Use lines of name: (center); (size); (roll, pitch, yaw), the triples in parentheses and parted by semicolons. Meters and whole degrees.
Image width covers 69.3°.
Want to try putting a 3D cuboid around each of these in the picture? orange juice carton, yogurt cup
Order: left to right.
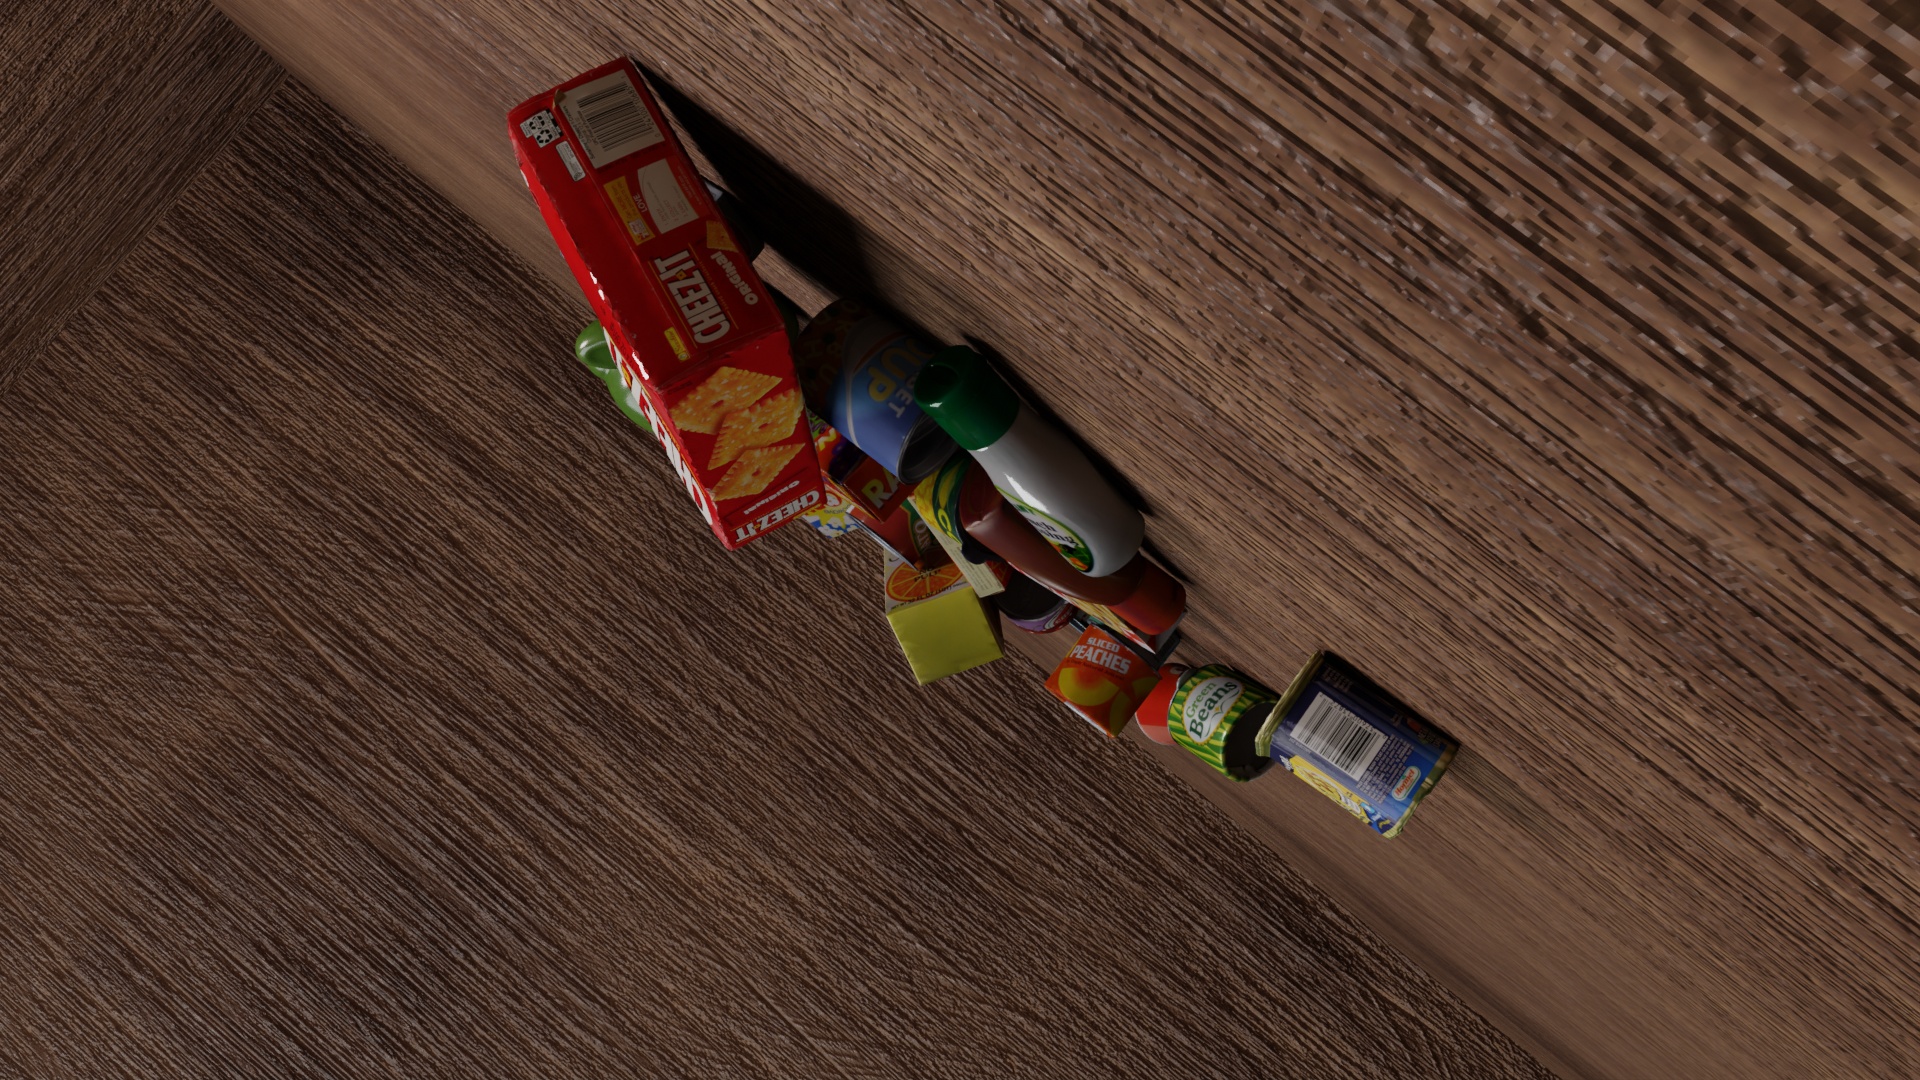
orange juice carton: (-0.016, 0.025, 1.120); (0.193, 0.072, 0.072); (-97, -15, -60)
yogurt cup: (0.181, 0.134, 1.121); (0.072, 0.072, 0.054); (40, 167, -14)

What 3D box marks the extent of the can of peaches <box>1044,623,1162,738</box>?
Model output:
can of peaches: (0.103, 0.102, 1.013); (0.071, 0.058, 0.071); (38, 175, 4)

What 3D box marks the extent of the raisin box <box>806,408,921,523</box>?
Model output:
raisin box: (-0.053, -0.066, 0.834); (0.040, 0.086, 0.123); (47, 172, -29)

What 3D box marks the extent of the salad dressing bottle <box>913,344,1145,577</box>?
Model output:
salad dressing bottle: (0.035, -0.038, 0.686); (0.147, 0.044, 0.064); (42, 175, -36)

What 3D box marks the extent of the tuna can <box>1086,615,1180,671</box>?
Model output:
tuna can: (0.130, 0.068, 1.049); (0.071, 0.033, 0.071); (38, 175, 4)

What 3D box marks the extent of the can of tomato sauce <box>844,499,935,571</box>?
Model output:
can of tomato sauce: (-0.035, -0.031, 1.052); (0.071, 0.083, 0.071); (38, 175, 4)

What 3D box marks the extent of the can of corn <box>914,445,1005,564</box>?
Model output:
can of corn: (0.012, -0.025, 0.822); (0.071, 0.071, 0.058); (42, 175, -32)

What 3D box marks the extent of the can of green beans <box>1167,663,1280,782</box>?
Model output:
can of green beans: (0.188, 0.127, 0.970); (0.071, 0.071, 0.058); (42, 173, -37)

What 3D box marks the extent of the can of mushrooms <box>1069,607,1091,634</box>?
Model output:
can of mushrooms: (0.106, 0.058, 1.141); (0.071, 0.033, 0.071); (39, 175, 5)

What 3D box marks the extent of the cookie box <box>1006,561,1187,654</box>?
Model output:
cookie box: (0.056, -0.001, 0.917); (0.122, 0.040, 0.168); (42, 174, -39)

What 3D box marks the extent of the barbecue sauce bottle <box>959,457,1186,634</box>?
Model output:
barbecue sauce bottle: (0.066, 0.004, 0.785); (0.148, 0.065, 0.043); (35, 133, -29)

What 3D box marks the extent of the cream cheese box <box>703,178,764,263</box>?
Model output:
cream cheese box: (-0.162, -0.197, 0.794); (0.104, 0.024, 0.053); (36, 173, 27)

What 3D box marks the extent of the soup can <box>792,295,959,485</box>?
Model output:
soup can: (-0.040, -0.082, 0.728); (0.084, 0.071, 0.071); (38, 175, 18)

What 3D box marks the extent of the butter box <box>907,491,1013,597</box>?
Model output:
butter box: (0.004, -0.013, 1.008); (0.024, 0.053, 0.103); (-19, 120, 31)

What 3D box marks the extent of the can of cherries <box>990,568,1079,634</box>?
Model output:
can of cherries: (0.061, 0.038, 1.089); (0.071, 0.071, 0.058); (37, 175, 20)

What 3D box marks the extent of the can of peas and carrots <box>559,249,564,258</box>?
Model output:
can of peas and carrots: (-0.250, -0.219, 1.027); (0.059, 0.071, 0.071); (38, 175, -1)

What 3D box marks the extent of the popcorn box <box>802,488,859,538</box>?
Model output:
popcorn box: (-0.089, -0.053, 1.130); (0.126, 0.038, 0.085); (-19, 132, 39)
